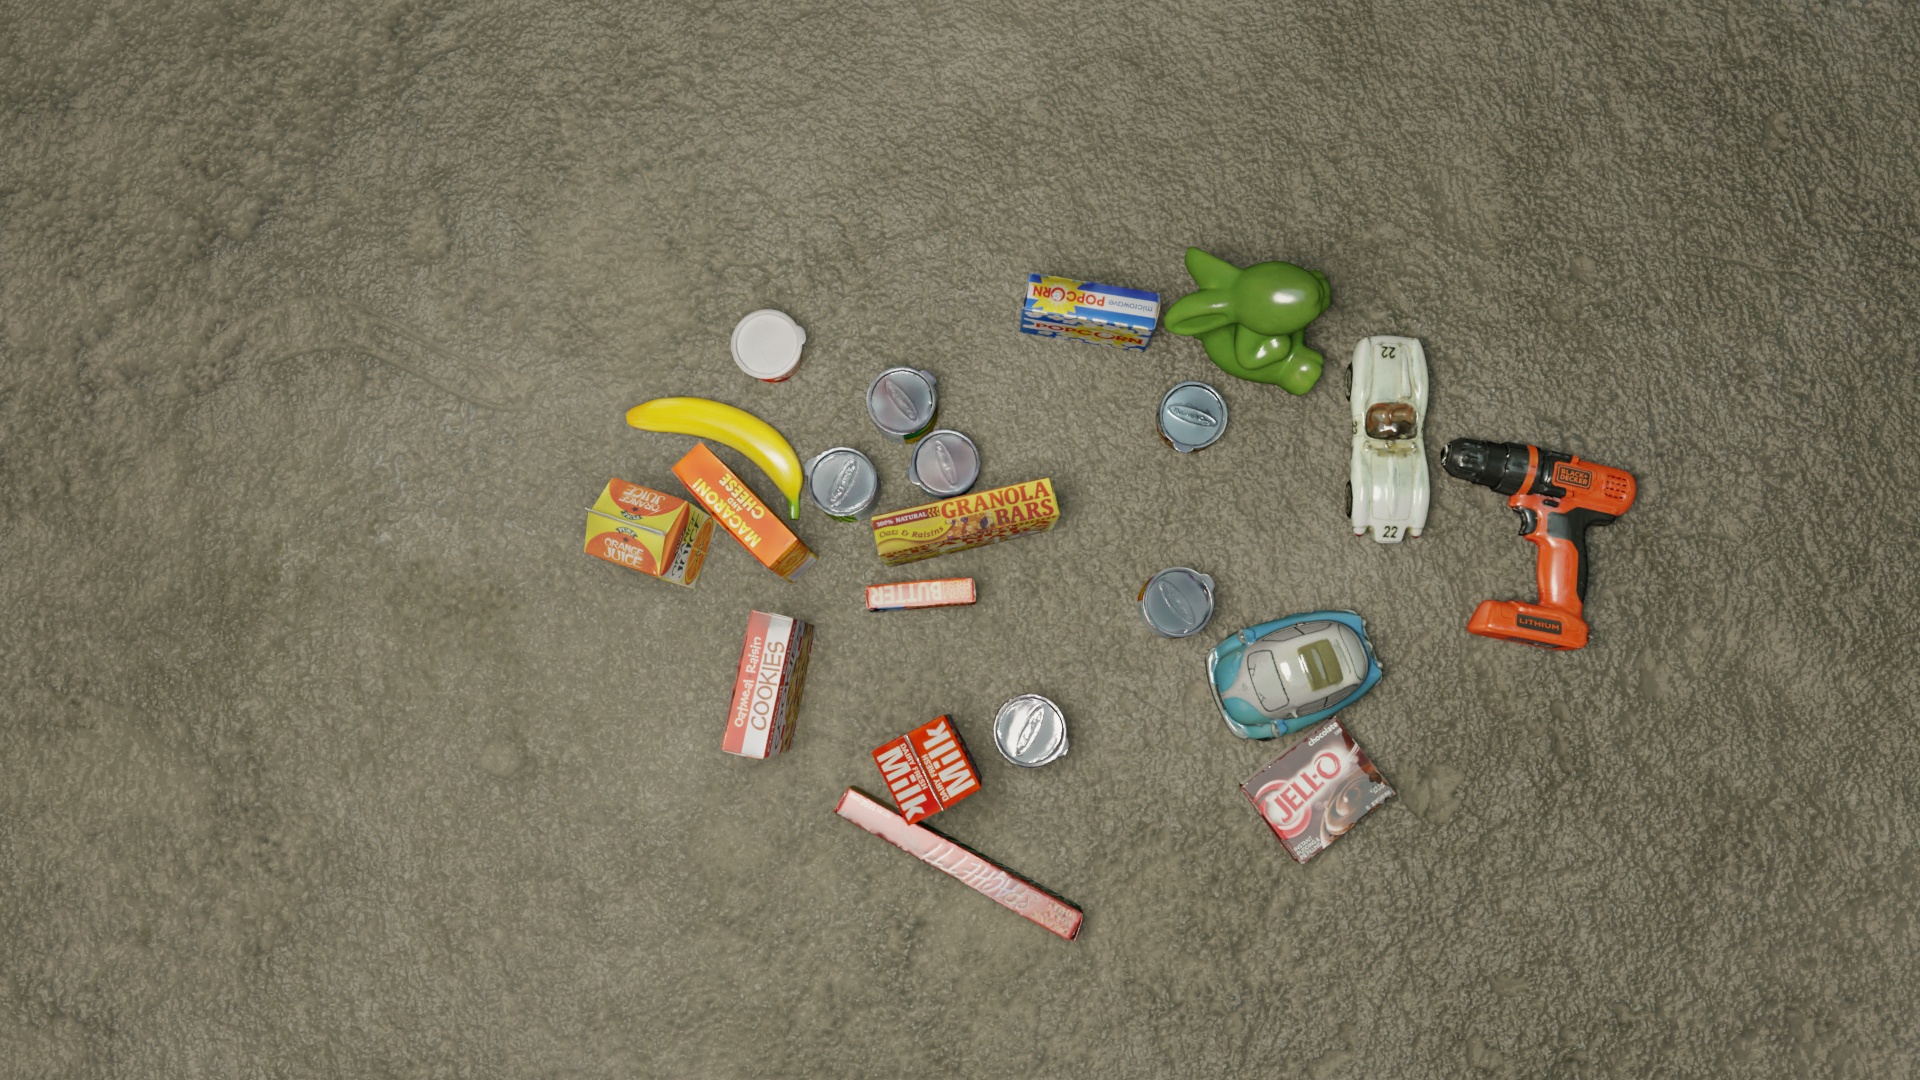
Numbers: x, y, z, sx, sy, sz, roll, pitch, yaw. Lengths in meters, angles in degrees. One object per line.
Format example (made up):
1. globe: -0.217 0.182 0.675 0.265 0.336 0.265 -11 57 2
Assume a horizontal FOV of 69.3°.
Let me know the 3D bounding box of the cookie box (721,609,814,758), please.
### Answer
1. cookie box: -0.171 0.130 1.254 0.040 0.167 0.123 11 84 2

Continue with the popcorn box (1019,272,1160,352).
1. popcorn box: 0.123 -0.218 1.333 0.127 0.085 0.038 9 84 2

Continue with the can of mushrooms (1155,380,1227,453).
1. can of mushrooms: 0.222 -0.117 1.345 0.071 0.033 0.071 0 83 1

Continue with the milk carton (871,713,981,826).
1. milk carton: -0.028 0.201 1.232 0.073 0.190 0.072 -27 84 -2

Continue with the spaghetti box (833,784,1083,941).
1. spaghetti box: 0.000 0.298 1.291 0.250 0.050 0.029 28 85 4

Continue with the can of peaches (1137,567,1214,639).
1. can of peaches: 0.204 0.059 1.312 0.071 0.058 0.071 0 84 1

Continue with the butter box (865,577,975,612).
1. butter box: -0.037 0.052 1.319 0.103 0.053 0.024 -4 84 0

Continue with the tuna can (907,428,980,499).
1. tuna can: -0.016 -0.072 1.343 0.071 0.033 0.071 0 83 1

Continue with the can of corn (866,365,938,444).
1. can of corn: -0.053 -0.131 1.338 0.071 0.058 0.071 0 84 1

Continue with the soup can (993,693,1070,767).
1. soup can: 0.065 0.177 1.287 0.071 0.083 0.071 0 84 1

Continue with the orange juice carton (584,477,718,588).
1. orange juice carton: -0.281 -0.007 1.259 0.072 0.192 0.073 19 84 3

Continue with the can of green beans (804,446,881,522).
1. can of green beans: -0.110 -0.053 1.330 0.071 0.058 0.071 0 84 1

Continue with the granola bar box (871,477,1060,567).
1. granola bar box: 0.005 -0.016 1.291 0.166 0.124 0.039 -13 84 -1

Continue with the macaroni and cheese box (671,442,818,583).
1. macaroni and cheese box: -0.194 -0.021 1.273 0.040 0.166 0.124 -45 85 -4

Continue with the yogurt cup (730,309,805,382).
1. yogurt cup: -0.185 -0.185 1.349 0.072 0.054 0.072 0 83 1
